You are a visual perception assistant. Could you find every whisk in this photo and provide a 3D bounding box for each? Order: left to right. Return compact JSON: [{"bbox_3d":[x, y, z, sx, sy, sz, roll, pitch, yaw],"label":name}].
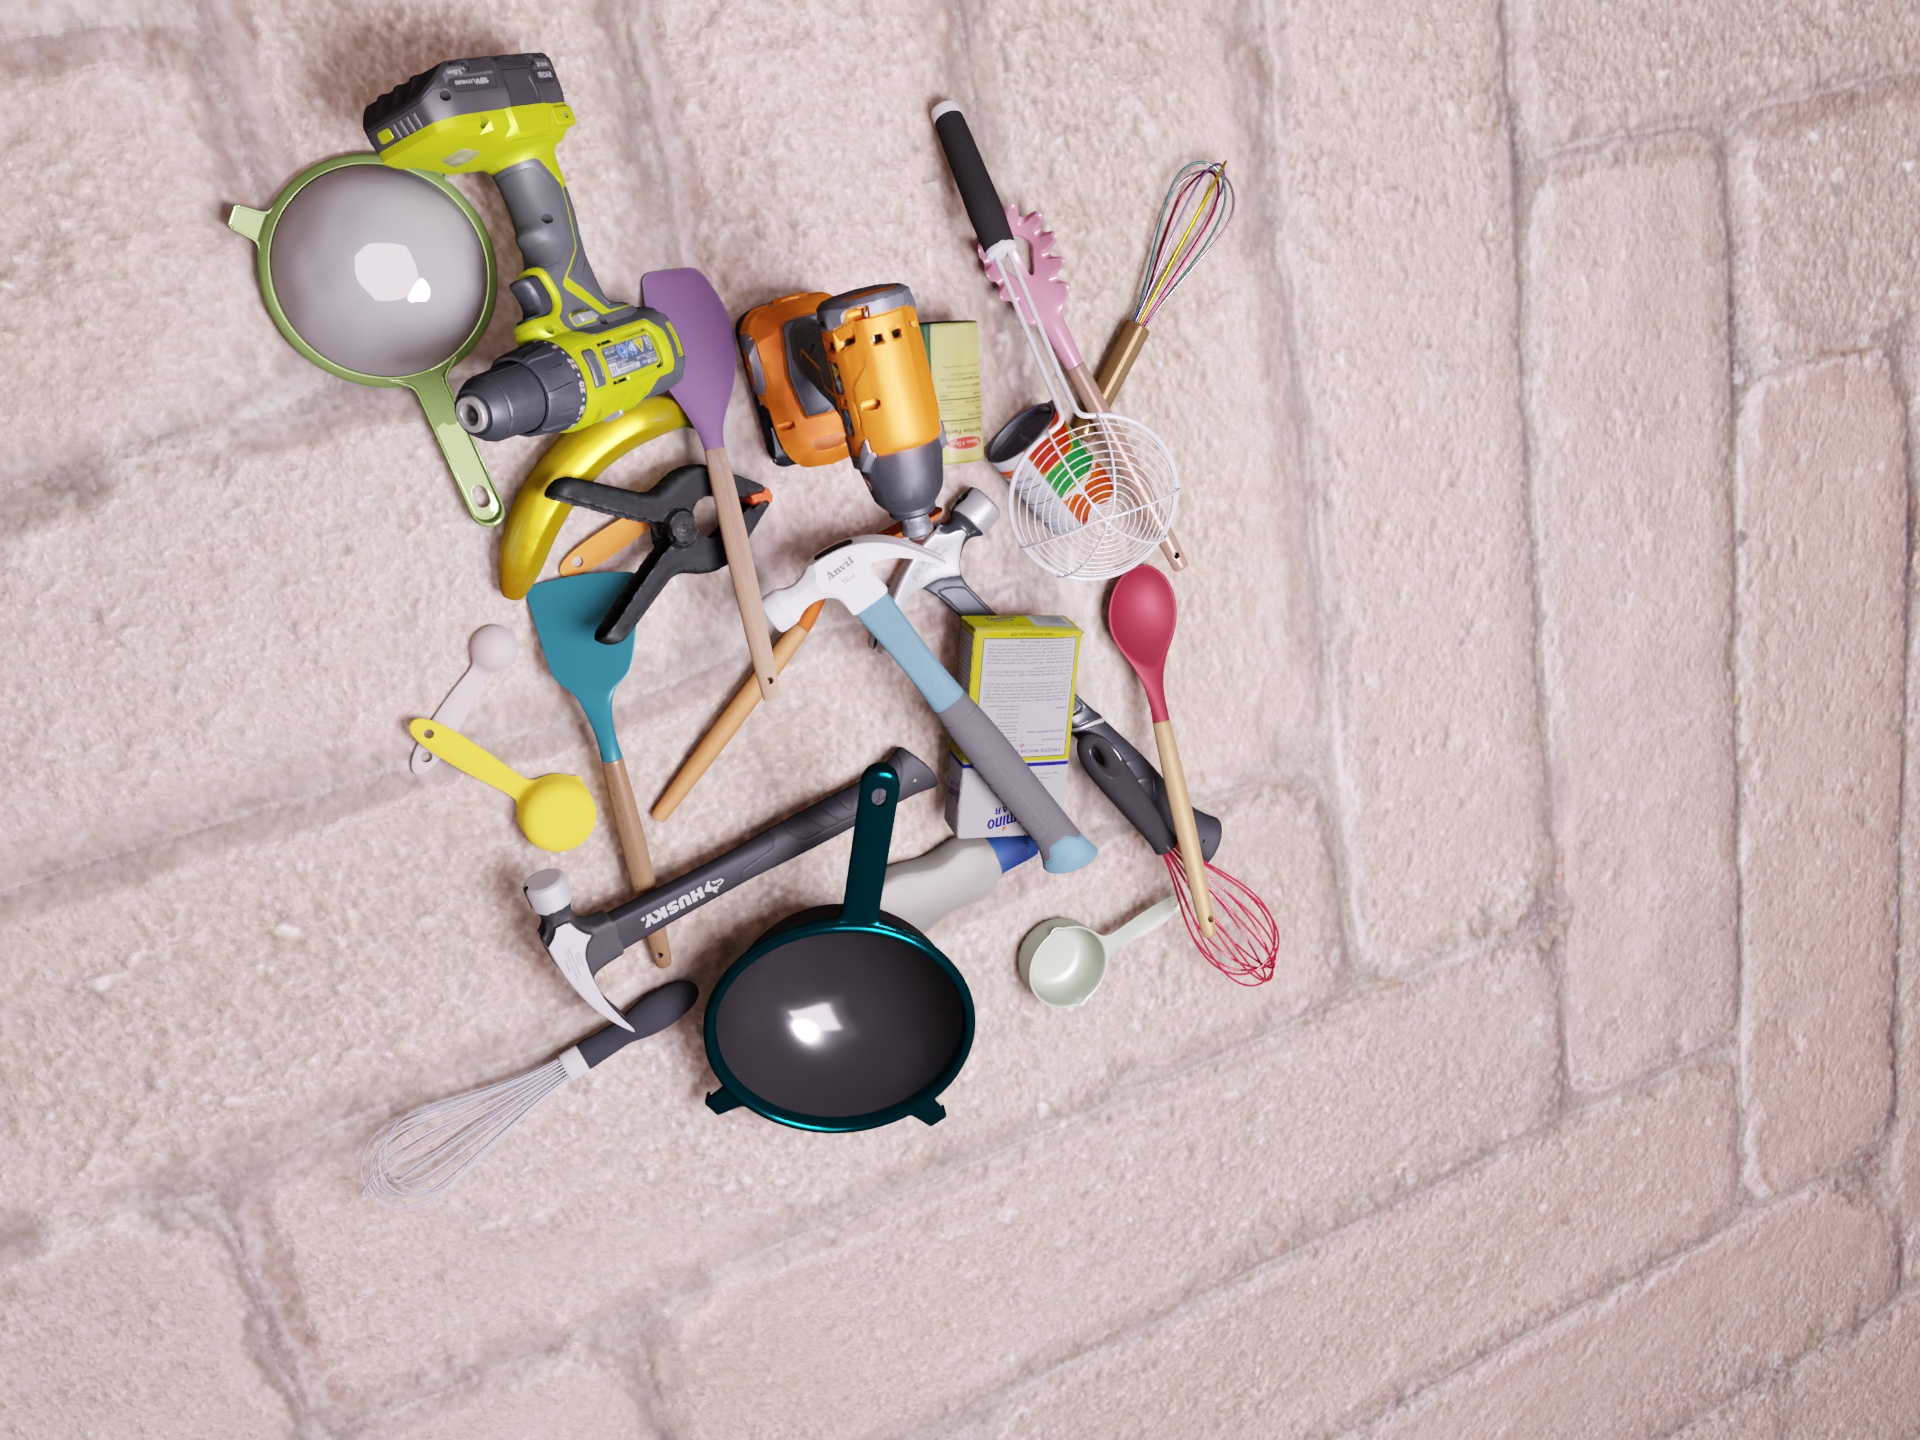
[{"bbox_3d":[-0.325,0.280,1.218,0.284,0.070,0.070,-31,114,-18],"label":"whisk"},{"bbox_3d":[0.151,-0.336,1.269,0.051,0.047,0.245,25,96,-28],"label":"whisk"},{"bbox_3d":[0.188,0.120,1.366,0.073,0.073,0.295,-42,111,-8],"label":"whisk"}]

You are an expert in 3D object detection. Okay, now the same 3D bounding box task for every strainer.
[{"bbox_3d":[-0.358,-0.245,1.051,0.151,0.069,0.256,-25,111,-16],"label":"strainer"},{"bbox_3d":[-0.087,0.165,1.238,0.211,0.095,0.340,5,118,-9],"label":"strainer"}]

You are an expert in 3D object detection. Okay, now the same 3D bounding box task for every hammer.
[{"bbox_3d":[-0.162,0.112,1.236,0.335,0.035,0.146,-27,122,-22],"label":"hammer"},{"bbox_3d":[-0.002,-0.004,1.214,0.128,0.033,0.330,-37,112,5],"label":"hammer"},{"bbox_3d":[0.091,-0.005,1.335,0.149,0.036,0.408,-48,117,-4],"label":"hammer"}]

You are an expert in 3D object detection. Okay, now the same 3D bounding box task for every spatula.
[{"bbox_3d":[-0.253,0.046,1.196,0.082,0.044,0.317,-8,114,-1],"label":"spatula"},{"bbox_3d":[-0.168,-0.169,1.139,0.059,0.018,0.316,-13,91,-21],"label":"spatula"},{"bbox_3d":[-0.129,-0.047,1.219,0.041,0.081,0.322,37,93,-13],"label":"spatula"}]

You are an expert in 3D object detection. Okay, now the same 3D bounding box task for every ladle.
[{"bbox_3d":[0.176,0.026,1.332,0.069,0.031,0.315,-11,87,-26],"label":"ladle"}]

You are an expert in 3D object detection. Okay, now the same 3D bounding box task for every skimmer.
[{"bbox_3d":[0.052,-0.281,1.174,0.127,0.090,0.363,-21,80,1],"label":"skimmer"}]

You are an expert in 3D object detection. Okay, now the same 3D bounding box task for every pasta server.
[{"bbox_3d":[0.104,-0.254,1.248,0.060,0.040,0.316,-29,105,3],"label":"pasta server"}]

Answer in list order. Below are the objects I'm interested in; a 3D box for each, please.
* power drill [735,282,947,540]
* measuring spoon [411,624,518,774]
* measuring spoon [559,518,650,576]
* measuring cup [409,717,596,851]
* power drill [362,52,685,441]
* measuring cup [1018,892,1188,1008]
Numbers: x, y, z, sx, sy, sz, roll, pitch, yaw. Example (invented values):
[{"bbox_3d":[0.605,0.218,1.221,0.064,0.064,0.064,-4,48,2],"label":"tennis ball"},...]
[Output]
[{"bbox_3d":[-0.077,-0.215,1.095,0.084,0.227,0.164,-20,111,-18],"label":"power drill"},{"bbox_3d":[-0.358,-0.013,1.143,0.034,0.018,0.124,32,90,-28],"label":"measuring spoon"},{"bbox_3d":[-0.245,-0.142,1.165,0.117,0.011,0.021,-36,122,-7],"label":"measuring spoon"},{"bbox_3d":[-0.332,0.045,1.158,0.156,0.029,0.062,38,88,-33],"label":"measuring cup"},{"bbox_3d":[-0.283,-0.294,1.016,0.190,0.080,0.228,-42,115,-54],"label":"power drill"},{"bbox_3d":[0.125,0.189,1.402,0.167,0.038,0.083,-27,113,-17],"label":"measuring cup"}]
